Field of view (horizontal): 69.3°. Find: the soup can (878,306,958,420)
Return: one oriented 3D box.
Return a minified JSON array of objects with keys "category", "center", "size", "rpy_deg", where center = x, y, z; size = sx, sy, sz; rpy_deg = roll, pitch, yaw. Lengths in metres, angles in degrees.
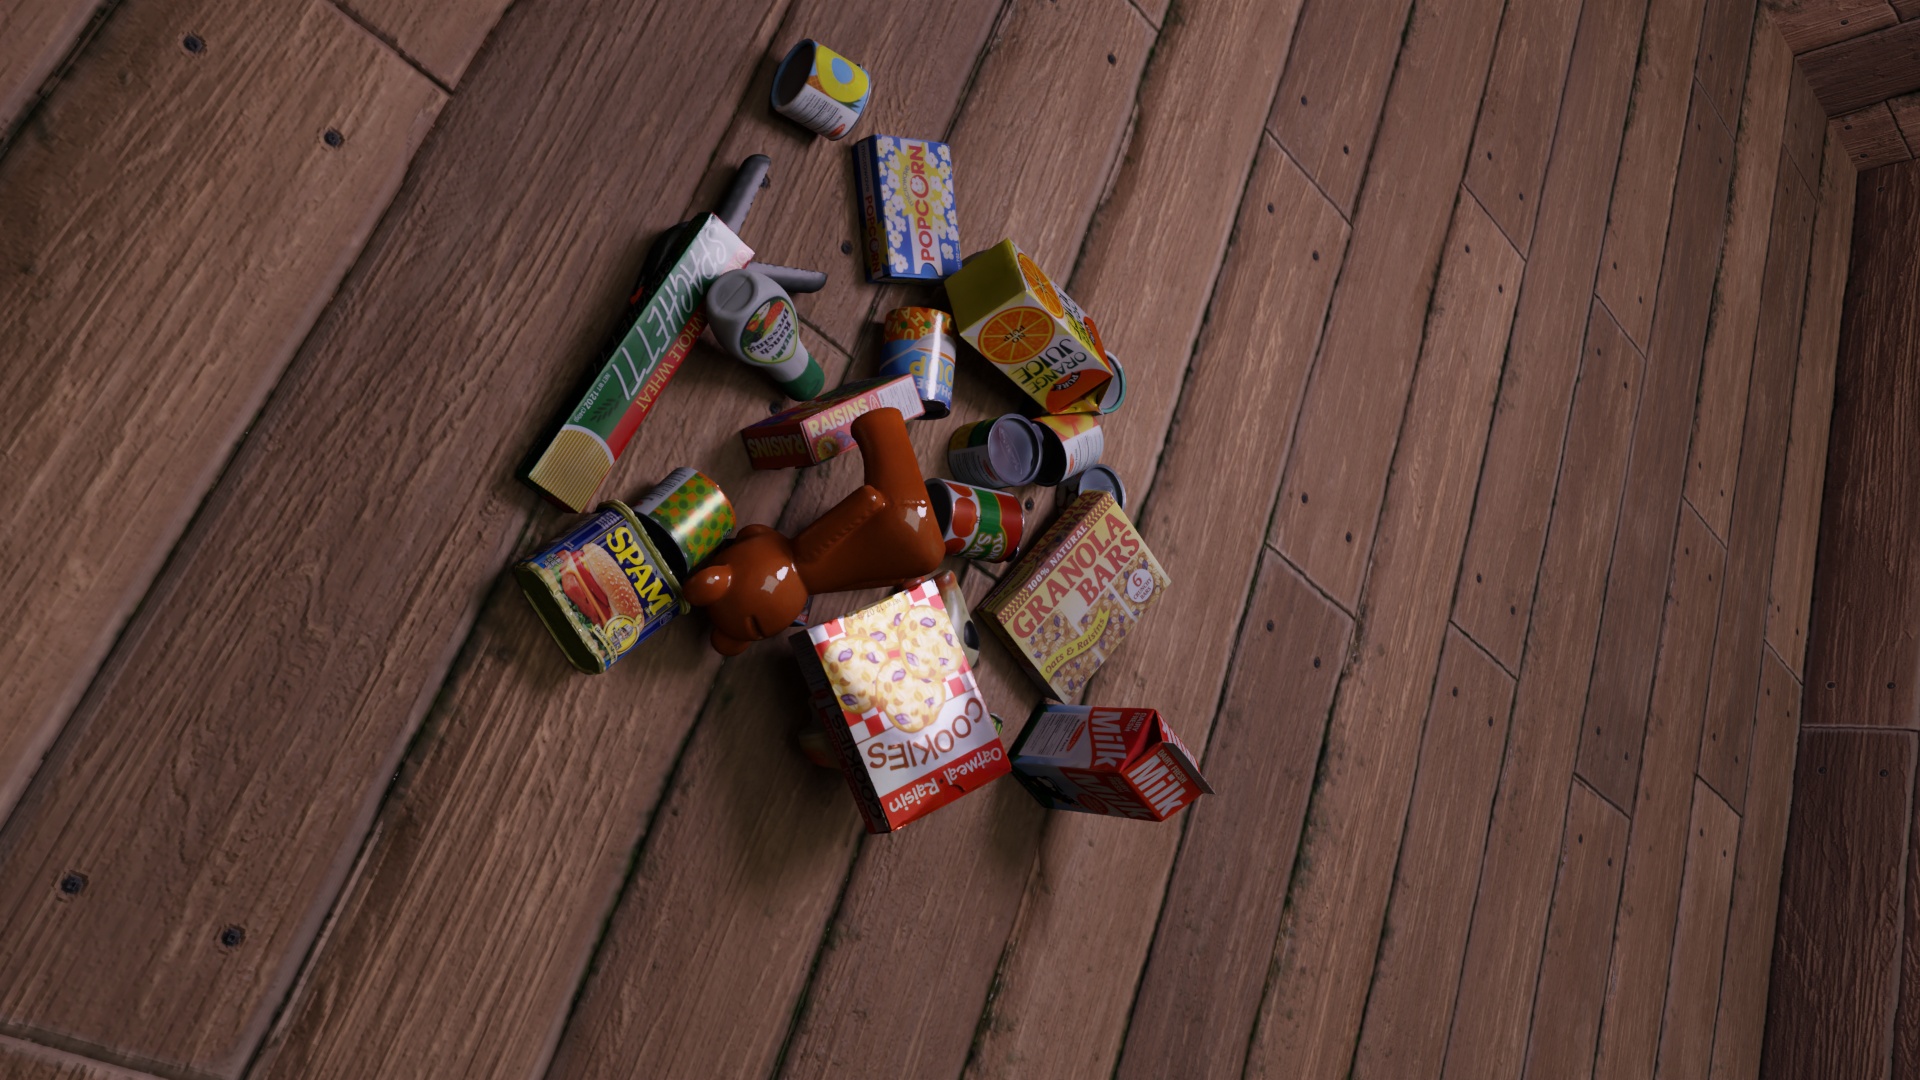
[{"category":"soup can","center":[-0.036,-0.154,1.212],"size":[0.071,0.071,0.084],"rpy_deg":[15,76,-39]}]

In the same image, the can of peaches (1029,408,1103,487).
[{"category":"can of peaches","center":[0.092,-0.093,1.320],"size":[0.058,0.071,0.071],"rpy_deg":[-27,103,-39]}]

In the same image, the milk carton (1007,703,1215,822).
[{"category":"milk carton","center":[0.137,0.198,1.244],"size":[0.072,0.190,0.074],"rpy_deg":[50,57,-25]}]

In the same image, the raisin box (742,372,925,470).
[{"category":"raisin box","center":[-0.104,-0.097,1.138],"size":[0.124,0.086,0.040],"rpy_deg":[-29,109,-39]}]

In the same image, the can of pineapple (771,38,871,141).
[{"category":"can of pineapple","center":[-0.118,-0.381,1.170],"size":[0.058,0.071,0.071],"rpy_deg":[20,73,-37]}]

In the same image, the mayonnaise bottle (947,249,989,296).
[{"category":"mayonnaise bottle","center":[0.058,-0.222,1.308],"size":[0.148,0.064,0.041],"rpy_deg":[22,59,-42]}]

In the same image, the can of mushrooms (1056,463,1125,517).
[{"category":"can of mushrooms","center":[0.129,-0.039,1.365],"size":[0.071,0.033,0.071],"rpy_deg":[6,81,-41]}]

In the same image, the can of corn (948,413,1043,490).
[{"category":"can of corn","center":[0.033,-0.081,1.271],"size":[0.071,0.058,0.071],"rpy_deg":[5,82,-40]}]

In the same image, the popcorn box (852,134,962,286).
[{"category":"popcorn box","center":[-0.047,-0.293,1.239],"size":[0.085,0.038,0.126],"rpy_deg":[-6,89,-42]}]

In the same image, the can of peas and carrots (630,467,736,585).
[{"category":"can of peas and carrots","center":[-0.211,-0.011,1.050],"size":[0.059,0.071,0.070],"rpy_deg":[-48,115,-34]}]

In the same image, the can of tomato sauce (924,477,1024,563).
[{"category":"can of tomato sauce","center":[0.004,-0.015,1.234],"size":[0.083,0.071,0.071],"rpy_deg":[10,79,-39]}]

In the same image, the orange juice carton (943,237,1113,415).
[{"category":"orange juice carton","center":[0.074,-0.182,1.262],"size":[0.192,0.073,0.072],"rpy_deg":[34,32,-46]}]

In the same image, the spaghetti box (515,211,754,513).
[{"category":"spaghetti box","center":[-0.239,-0.136,1.037],"size":[0.050,0.028,0.251],"rpy_deg":[41,70,-34]}]

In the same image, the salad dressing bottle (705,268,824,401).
[{"category":"salad dressing bottle","center":[-0.149,-0.157,1.091],"size":[0.064,0.044,0.147],"rpy_deg":[-52,155,-7]}]

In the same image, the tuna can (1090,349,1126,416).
[{"category":"tuna can","center":[0.131,-0.154,1.380],"size":[0.071,0.033,0.071],"rpy_deg":[5,81,-40]}]

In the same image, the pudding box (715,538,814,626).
[{"category":"pudding box","center":[-0.158,0.035,1.114],"size":[0.083,0.030,0.050],"rpy_deg":[26,70,-36]}]

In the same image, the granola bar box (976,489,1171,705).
[{"category":"granola bar box","center":[0.109,0.052,1.312],"size":[0.166,0.039,0.124],"rpy_deg":[-47,117,-19]}]

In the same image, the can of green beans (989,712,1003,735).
[{"category":"can of green beans","center":[-0.004,0.176,1.207],"size":[0.071,0.071,0.058],"rpy_deg":[38,63,-31]}]

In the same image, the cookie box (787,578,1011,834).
[{"category":"cookie box","center":[-0.046,0.129,1.090],"size":[0.123,0.040,0.167],"rpy_deg":[-21,87,-34]}]
